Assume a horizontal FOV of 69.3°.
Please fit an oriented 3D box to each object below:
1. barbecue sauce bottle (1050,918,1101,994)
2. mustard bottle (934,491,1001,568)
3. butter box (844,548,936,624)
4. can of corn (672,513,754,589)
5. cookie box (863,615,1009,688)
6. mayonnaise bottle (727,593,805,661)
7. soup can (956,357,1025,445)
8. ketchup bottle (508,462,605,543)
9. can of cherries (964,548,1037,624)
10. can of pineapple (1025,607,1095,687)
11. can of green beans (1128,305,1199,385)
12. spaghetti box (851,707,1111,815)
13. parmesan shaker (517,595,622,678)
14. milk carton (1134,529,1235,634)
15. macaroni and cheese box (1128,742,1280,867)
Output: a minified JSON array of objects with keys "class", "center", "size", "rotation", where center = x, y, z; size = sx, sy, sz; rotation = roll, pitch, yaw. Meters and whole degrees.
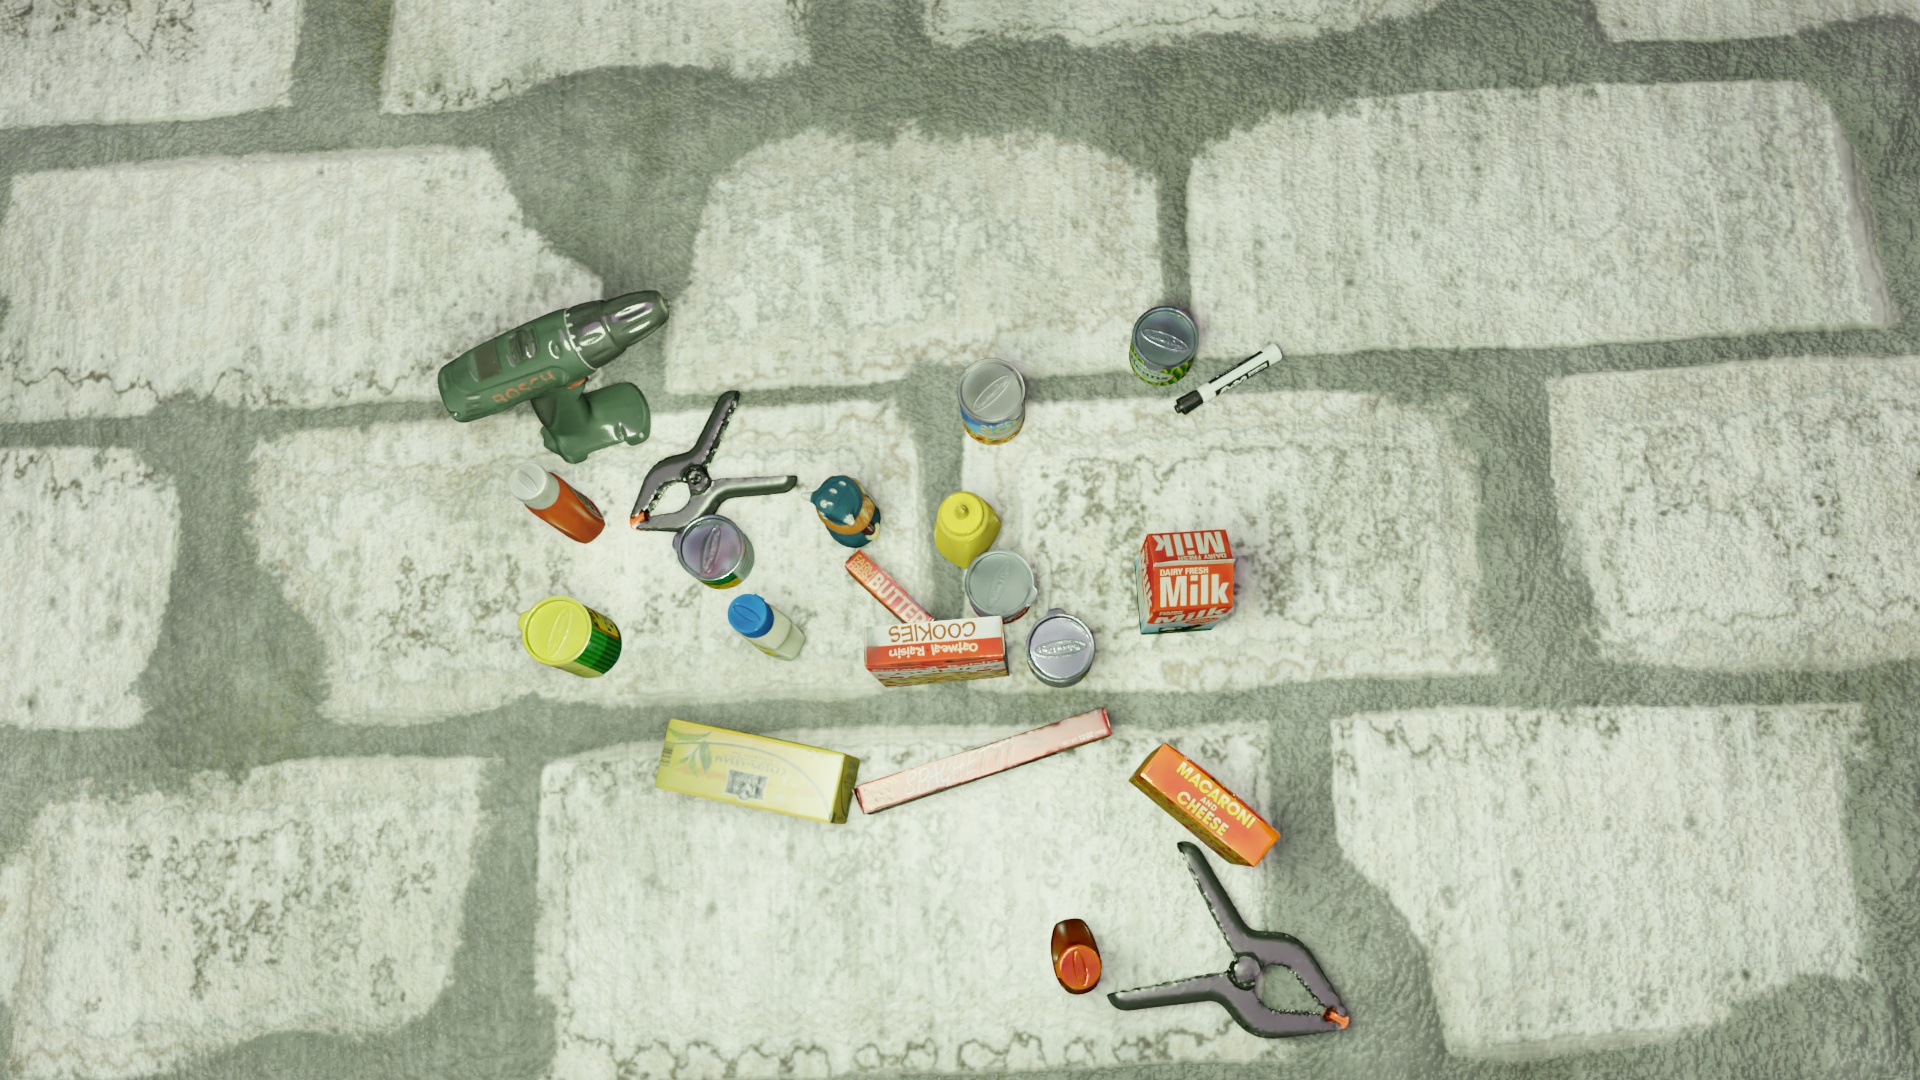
[{"class":"barbecue sauce bottle","center":[0.103,0.371,1.229],"size":[0.044,0.148,0.065],"rotation":[-11,78,1]},{"class":"mustard bottle","center":[0.005,-0.016,1.315],"size":[0.049,0.160,0.065],"rotation":[37,82,10]},{"class":"butter box","center":[-0.068,0.054,1.358],"size":[0.103,0.053,0.024],"rotation":[42,83,11]},{"class":"can of corn","center":[-0.243,0.012,1.374],"size":[0.071,0.058,0.071],"rotation":[-1,78,3]},{"class":"cookie box","center":[-0.019,0.106,1.285],"size":[0.123,0.167,0.040],"rotation":[-5,78,2]},{"class":"mayonnaise bottle","center":[-0.187,0.080,1.309],"size":[0.065,0.148,0.041],"rotation":[28,81,9]},{"class":"soup can","center":[0.033,-0.134,1.379],"size":[0.071,0.083,0.071],"rotation":[-1,78,3]},{"class":"ketchup bottle","center":[-0.394,-0.039,1.347],"size":[0.065,0.148,0.043],"rotation":[42,83,11]},{"class":"can of cherries","center":[0.041,0.048,1.351],"size":[0.071,0.058,0.071],"rotation":[-1,78,3]},{"class":"can of pineapple","center":[0.096,0.105,1.335],"size":[0.071,0.057,0.071],"rotation":[-1,78,3]},{"class":"can of green beans","center":[0.203,-0.195,1.397],"size":[0.071,0.057,0.071],"rotation":[-1,78,3]},{"class":"spaghetti box","center":[0.022,0.210,1.319],"size":[0.250,0.050,0.029],"rotation":[-18,77,-1]},{"class":"parmesan shaker","center":[-0.375,0.093,1.339],"size":[0.071,0.103,0.071],"rotation":[-1,78,3]},{"class":"milk carton","center":[0.205,0.037,1.277],"size":[0.072,0.190,0.073],"rotation":[-4,78,2]},{"class":"macaroni and cheese box","center":[0.214,0.237,1.244],"size":[0.124,0.166,0.040],"rotation":[38,83,10]}]
